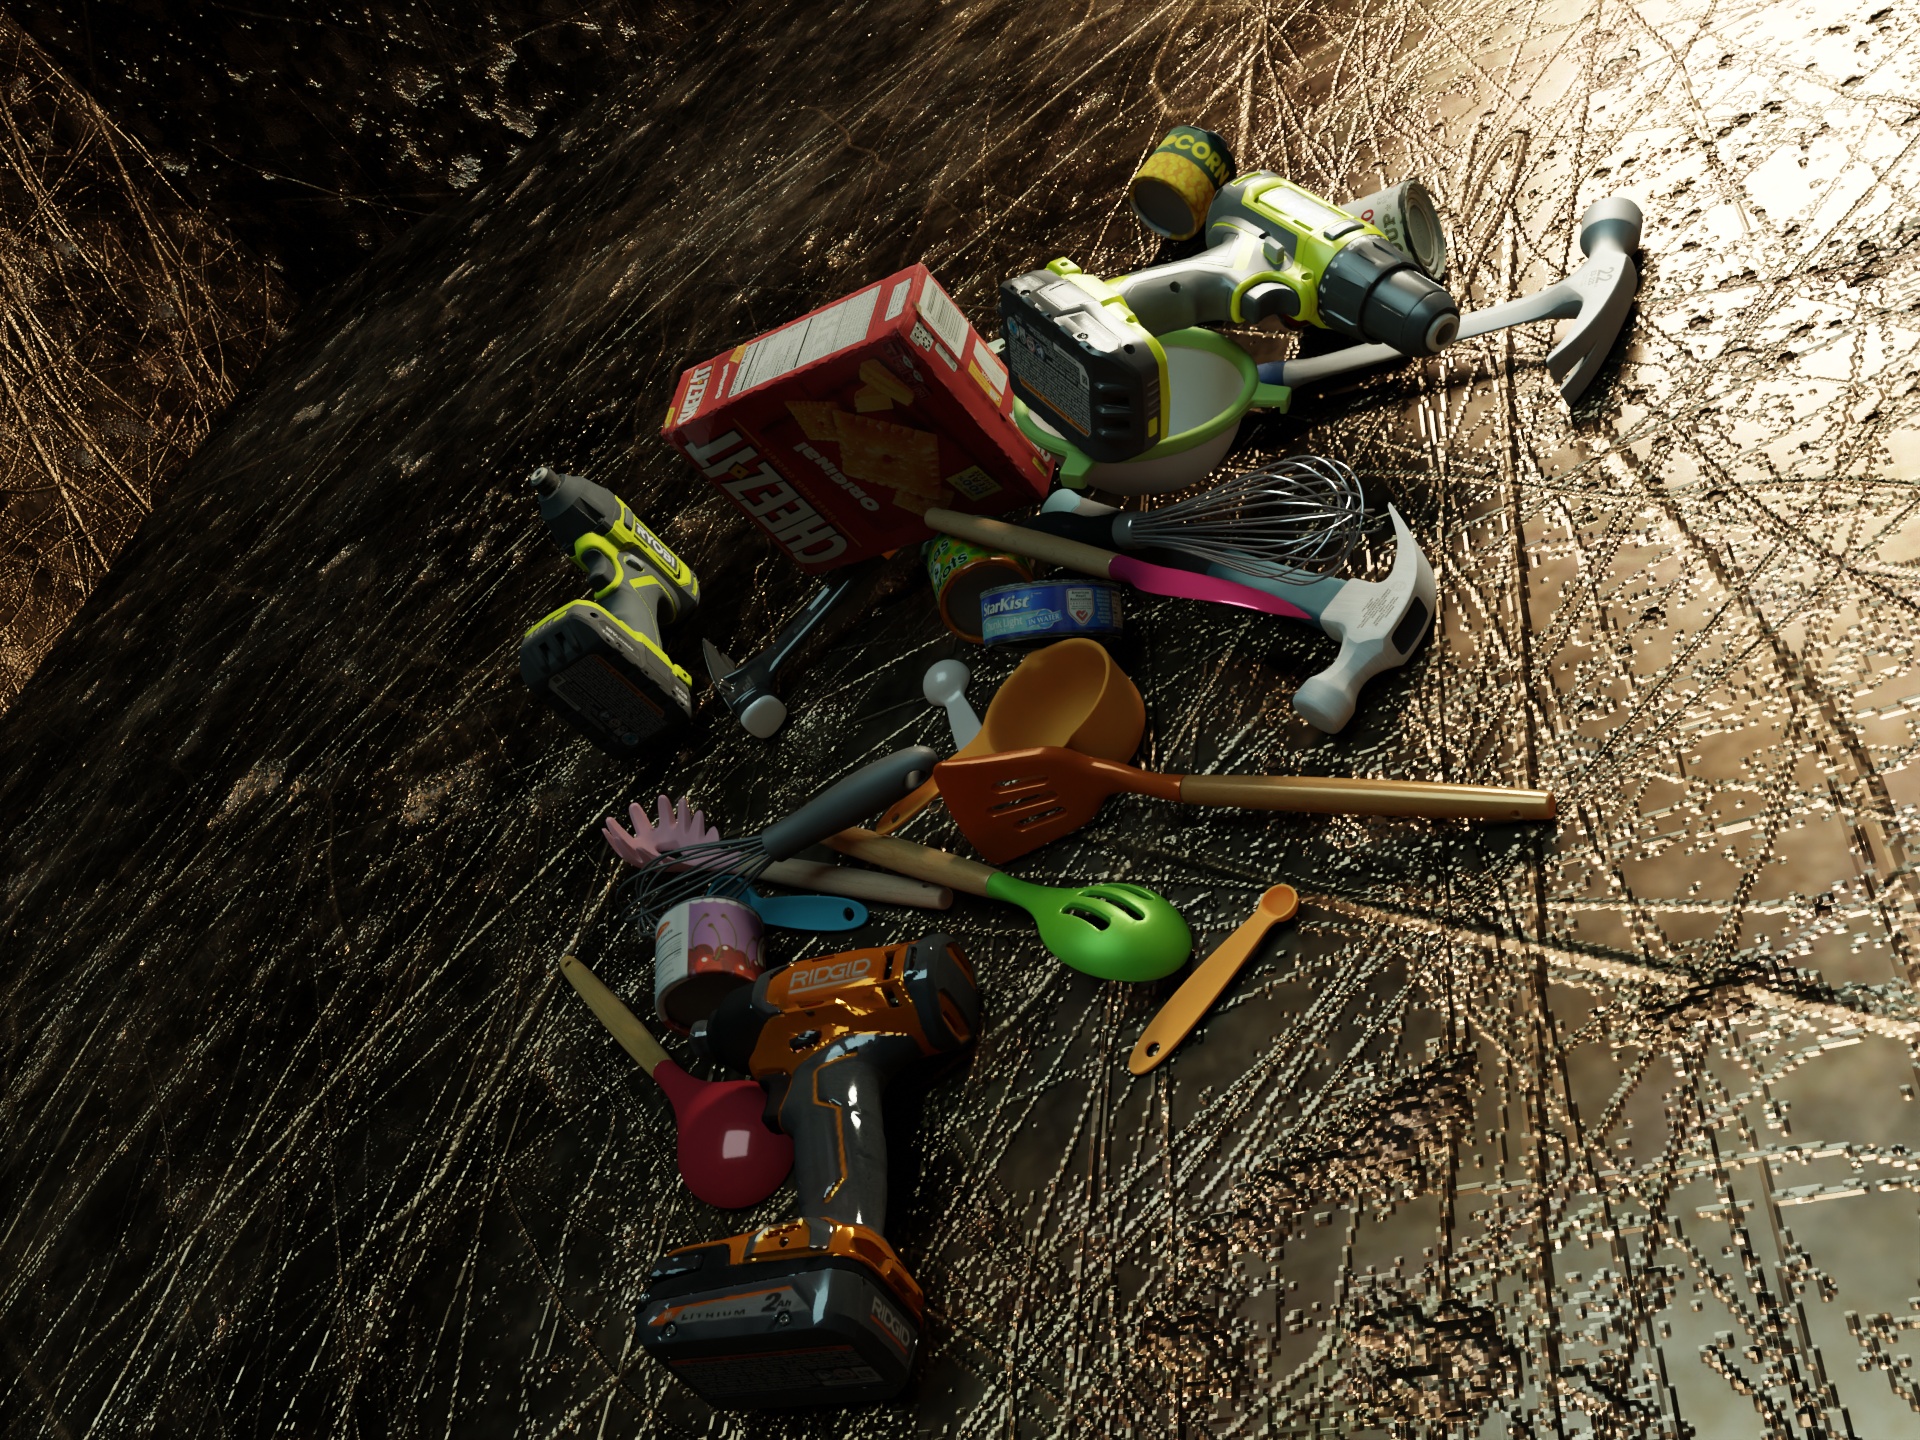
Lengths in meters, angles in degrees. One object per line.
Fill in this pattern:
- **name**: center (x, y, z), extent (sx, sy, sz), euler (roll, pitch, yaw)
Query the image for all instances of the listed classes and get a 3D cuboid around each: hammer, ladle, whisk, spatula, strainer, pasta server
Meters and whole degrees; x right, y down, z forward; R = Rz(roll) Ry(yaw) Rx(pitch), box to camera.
- **hammer**: center (0.218, -0.219, 1.014), extent (0.405, 0.035, 0.144), euler (-8, 46, 39)
- **hammer**: center (0.146, -0.092, 0.948), extent (0.128, 0.033, 0.331), euler (-49, 35, -8)
- **ladle**: center (-0.188, 0.202, 0.966), extent (0.069, 0.031, 0.316), euler (-47, 33, -14)
- **whisk**: center (-0.113, 0.072, 0.954), extent (0.239, 0.055, 0.055), euler (-29, 36, 21)
- **spatula**: center (0.132, 0.043, 0.802), extent (0.323, 0.081, 0.041), euler (1, 44, 38)
- **strainer**: center (0.093, -0.211, 1.032), extent (0.151, 0.069, 0.257), euler (-22, 39, -10)
- **whisk**: center (0.121, -0.112, 0.919), extent (0.285, 0.070, 0.070), euler (5, 56, 54)
- **hammer**: center (-0.057, -0.137, 1.171), extent (0.337, 0.034, 0.127), euler (-46, 35, 4)
- **pasta server**: center (-0.122, 0.088, 1.013), extent (0.316, 0.040, 0.060), euler (4, 27, 45)

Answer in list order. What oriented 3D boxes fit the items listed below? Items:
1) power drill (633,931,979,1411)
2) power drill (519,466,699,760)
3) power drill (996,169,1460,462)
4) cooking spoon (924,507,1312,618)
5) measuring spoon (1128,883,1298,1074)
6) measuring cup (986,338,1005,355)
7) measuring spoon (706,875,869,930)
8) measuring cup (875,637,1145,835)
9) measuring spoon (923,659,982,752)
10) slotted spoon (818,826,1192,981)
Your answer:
- **power drill**: center (-0.083, 0.214, 0.789), extent (0.164, 0.084, 0.227), euler (-14, 39, 22)
- **power drill**: center (-0.278, -0.091, 1.249), extent (0.080, 0.171, 0.223), euler (-31, 39, 16)
- **power drill**: center (0.156, -0.238, 0.934), extent (0.228, 0.080, 0.191), euler (-26, 47, -17)
- **cooking spoon**: center (0.075, -0.094, 0.927), extent (0.319, 0.068, 0.017), euler (23, 105, 50)
- **measuring spoon**: center (0.122, 0.125, 0.759), extent (0.117, 0.011, 0.021), euler (-48, 35, -3)
- **measuring cup**: center (-0.021, -0.245, 1.215), extent (0.167, 0.038, 0.083), euler (-21, 37, 24)
- **measuring spoon**: center (-0.104, 0.118, 0.983), extent (0.129, 0.021, 0.042), euler (-2, 86, 33)
- **measuring cup**: center (0.030, 0.027, 0.920), extent (0.173, 0.052, 0.095), euler (-38, 33, 16)
- **measuring spoon**: center (-0.002, -0.003, 1.010), extent (0.034, 0.018, 0.124), euler (-36, 36, 9)
- **slotted spoon**: center (0.001, 0.086, 0.882), extent (0.070, 0.031, 0.314), euler (-27, 24, -34)
